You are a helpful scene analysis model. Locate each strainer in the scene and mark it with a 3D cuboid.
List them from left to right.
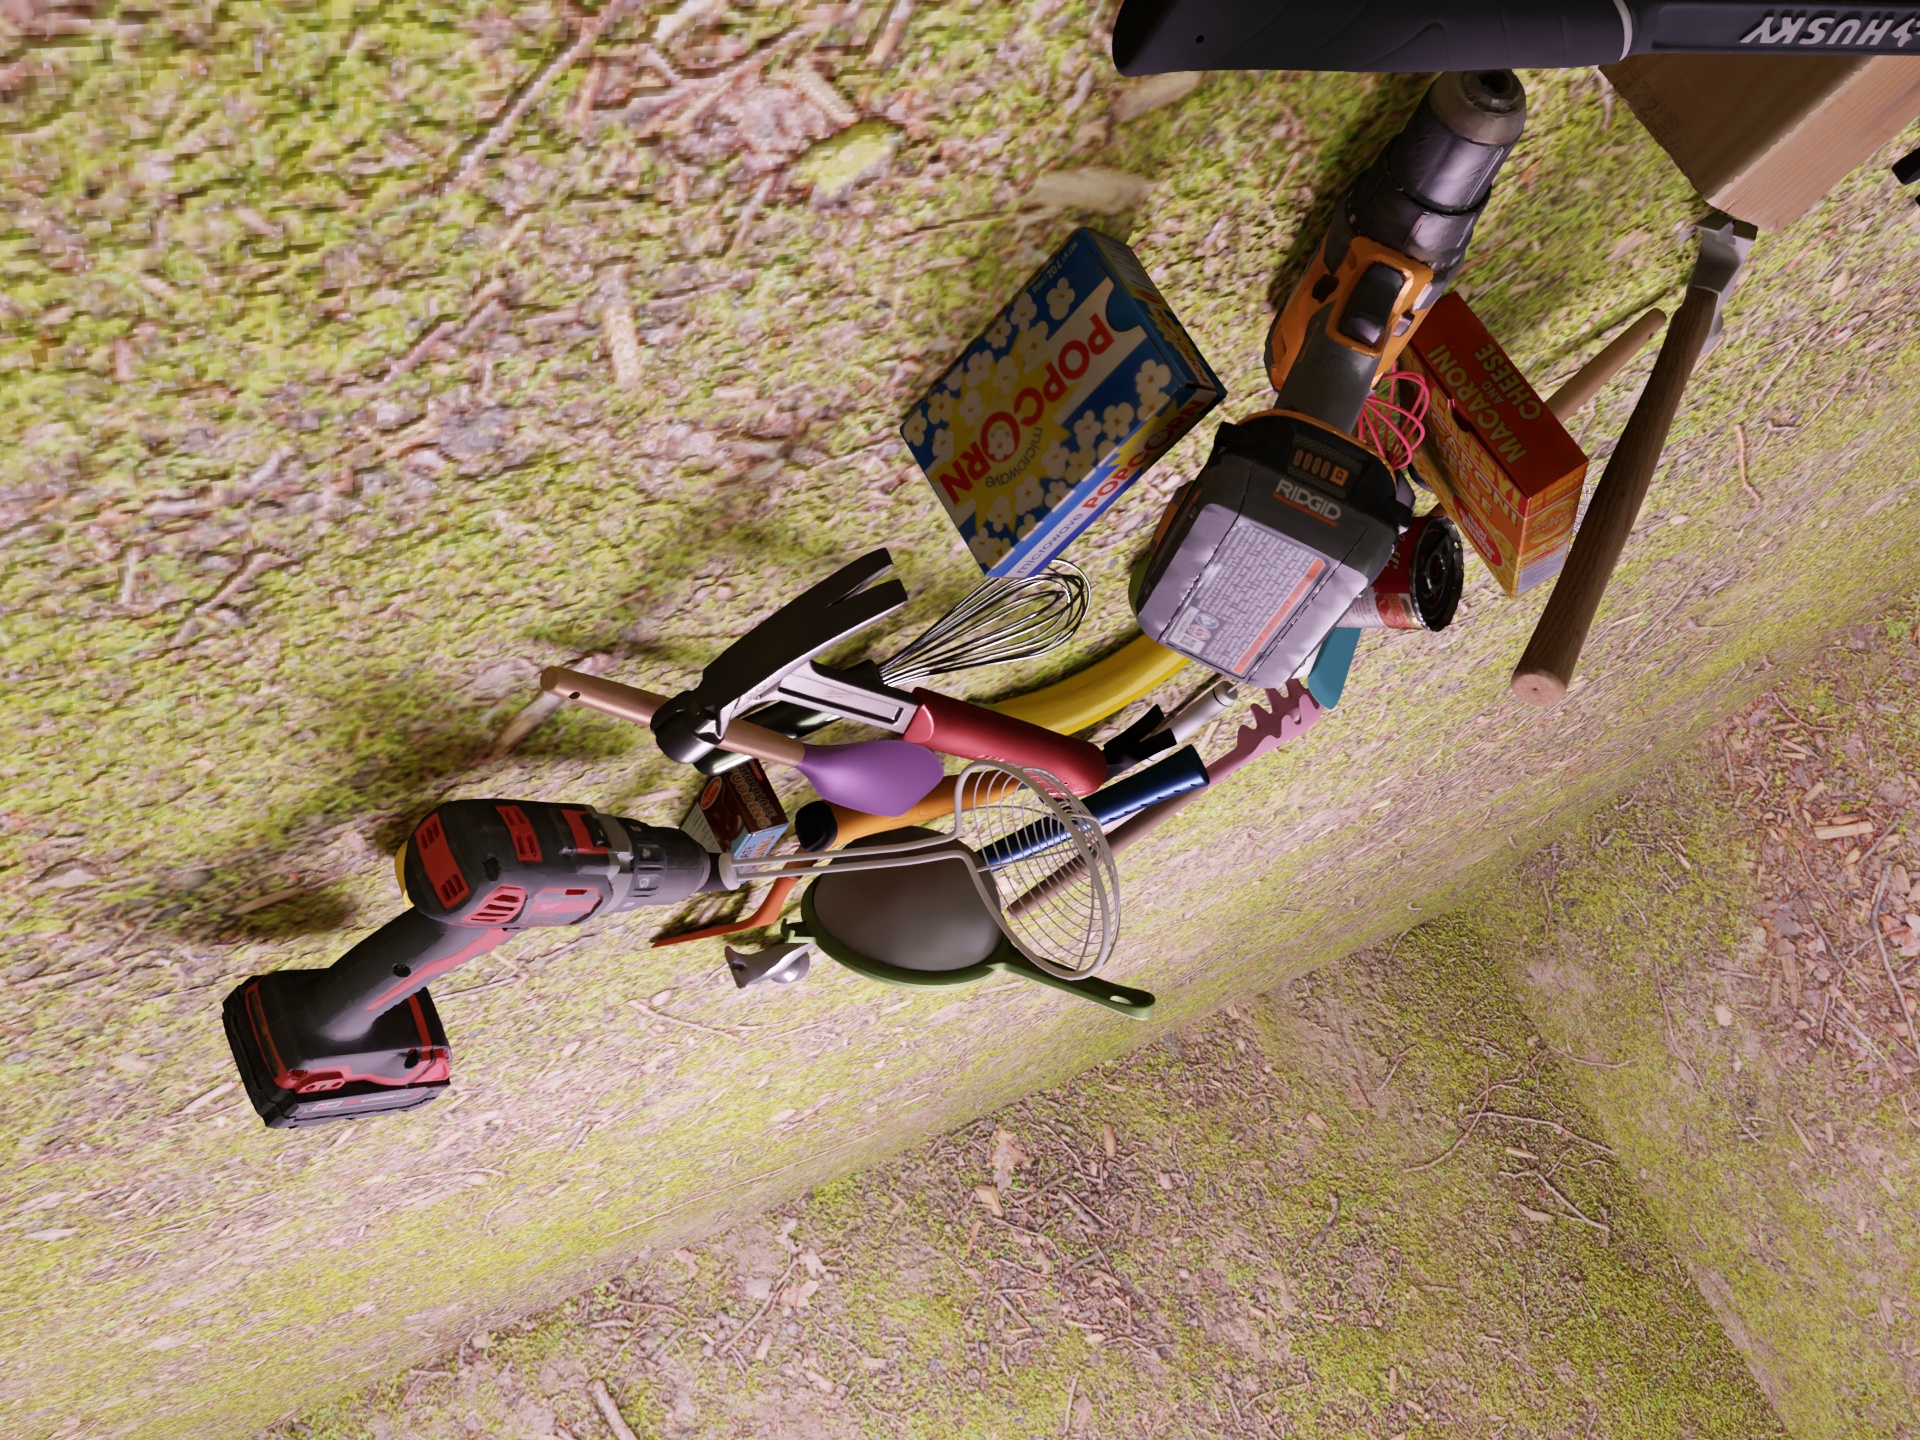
[{"bbox_3d":[0.016,0.133,1.088,0.151,0.256,0.069,-44,149,-61],"label":"strainer"},{"bbox_3d":[0.214,-0.024,1.236,0.087,0.050,0.258,-28,170,-47],"label":"strainer"}]

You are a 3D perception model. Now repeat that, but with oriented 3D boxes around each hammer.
[{"bbox_3d":[-0.001,-0.003,0.878,0.149,0.037,0.358,-33,156,22],"label":"hammer"},{"bbox_3d":[0.000,0.118,1.225,0.405,0.035,0.144,-26,169,14],"label":"hammer"},{"bbox_3d":[0.016,0.046,1.097,0.127,0.034,0.336,-33,166,36],"label":"hammer"},{"bbox_3d":[0.375,-0.149,0.879,0.331,0.031,0.130,-60,158,-21],"label":"hammer"},{"bbox_3d":[0.252,-0.250,0.580,0.409,0.036,0.149,-6,148,-13],"label":"hammer"}]

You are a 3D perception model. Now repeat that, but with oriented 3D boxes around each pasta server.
[{"bbox_3d":[0.164,0.057,1.244,0.316,0.040,0.060,-34,-162,-8],"label":"pasta server"}]

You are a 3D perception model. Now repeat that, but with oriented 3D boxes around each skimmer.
[{"bbox_3d":[-0.085,0.092,0.884,0.363,0.127,0.090,-7,-158,19],"label":"skimmer"}]

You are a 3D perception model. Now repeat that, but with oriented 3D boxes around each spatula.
[{"bbox_3d":[-0.104,0.012,0.856,0.059,0.018,0.315,-43,149,17],"label":"spatula"},{"bbox_3d":[-0.110,0.085,1.108,0.081,0.041,0.322,-7,147,-46],"label":"spatula"},{"bbox_3d":[0.329,-0.137,1.008,0.317,0.044,0.082,-44,153,9],"label":"spatula"}]

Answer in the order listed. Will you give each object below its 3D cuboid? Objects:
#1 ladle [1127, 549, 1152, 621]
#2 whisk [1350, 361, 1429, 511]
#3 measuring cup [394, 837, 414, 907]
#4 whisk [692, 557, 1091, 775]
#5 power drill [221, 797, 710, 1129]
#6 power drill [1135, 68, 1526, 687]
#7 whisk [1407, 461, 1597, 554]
[{"bbox_3d":[0.229,-0.107,1.061,0.320,0.062,0.078,-19,142,-43],"label":"ladle"},{"bbox_3d":[0.241,-0.152,0.926,0.073,0.073,0.295,-33,164,14],"label":"whisk"},{"bbox_3d":[-0.269,0.088,0.903,0.062,0.029,0.156,-27,163,-1],"label":"measuring cup"},{"bbox_3d":[-0.040,-0.027,0.897,0.246,0.058,0.059,-25,126,0],"label":"whisk"},{"bbox_3d":[-0.256,0.121,0.847,0.226,0.080,0.187,-39,158,21],"label":"power drill"},{"bbox_3d":[0.161,-0.147,0.663,0.185,0.084,0.226,114,1,-62],"label":"power drill"},{"bbox_3d":[0.383,-0.157,1.110,0.284,0.070,0.070,5,143,-47],"label":"whisk"}]
